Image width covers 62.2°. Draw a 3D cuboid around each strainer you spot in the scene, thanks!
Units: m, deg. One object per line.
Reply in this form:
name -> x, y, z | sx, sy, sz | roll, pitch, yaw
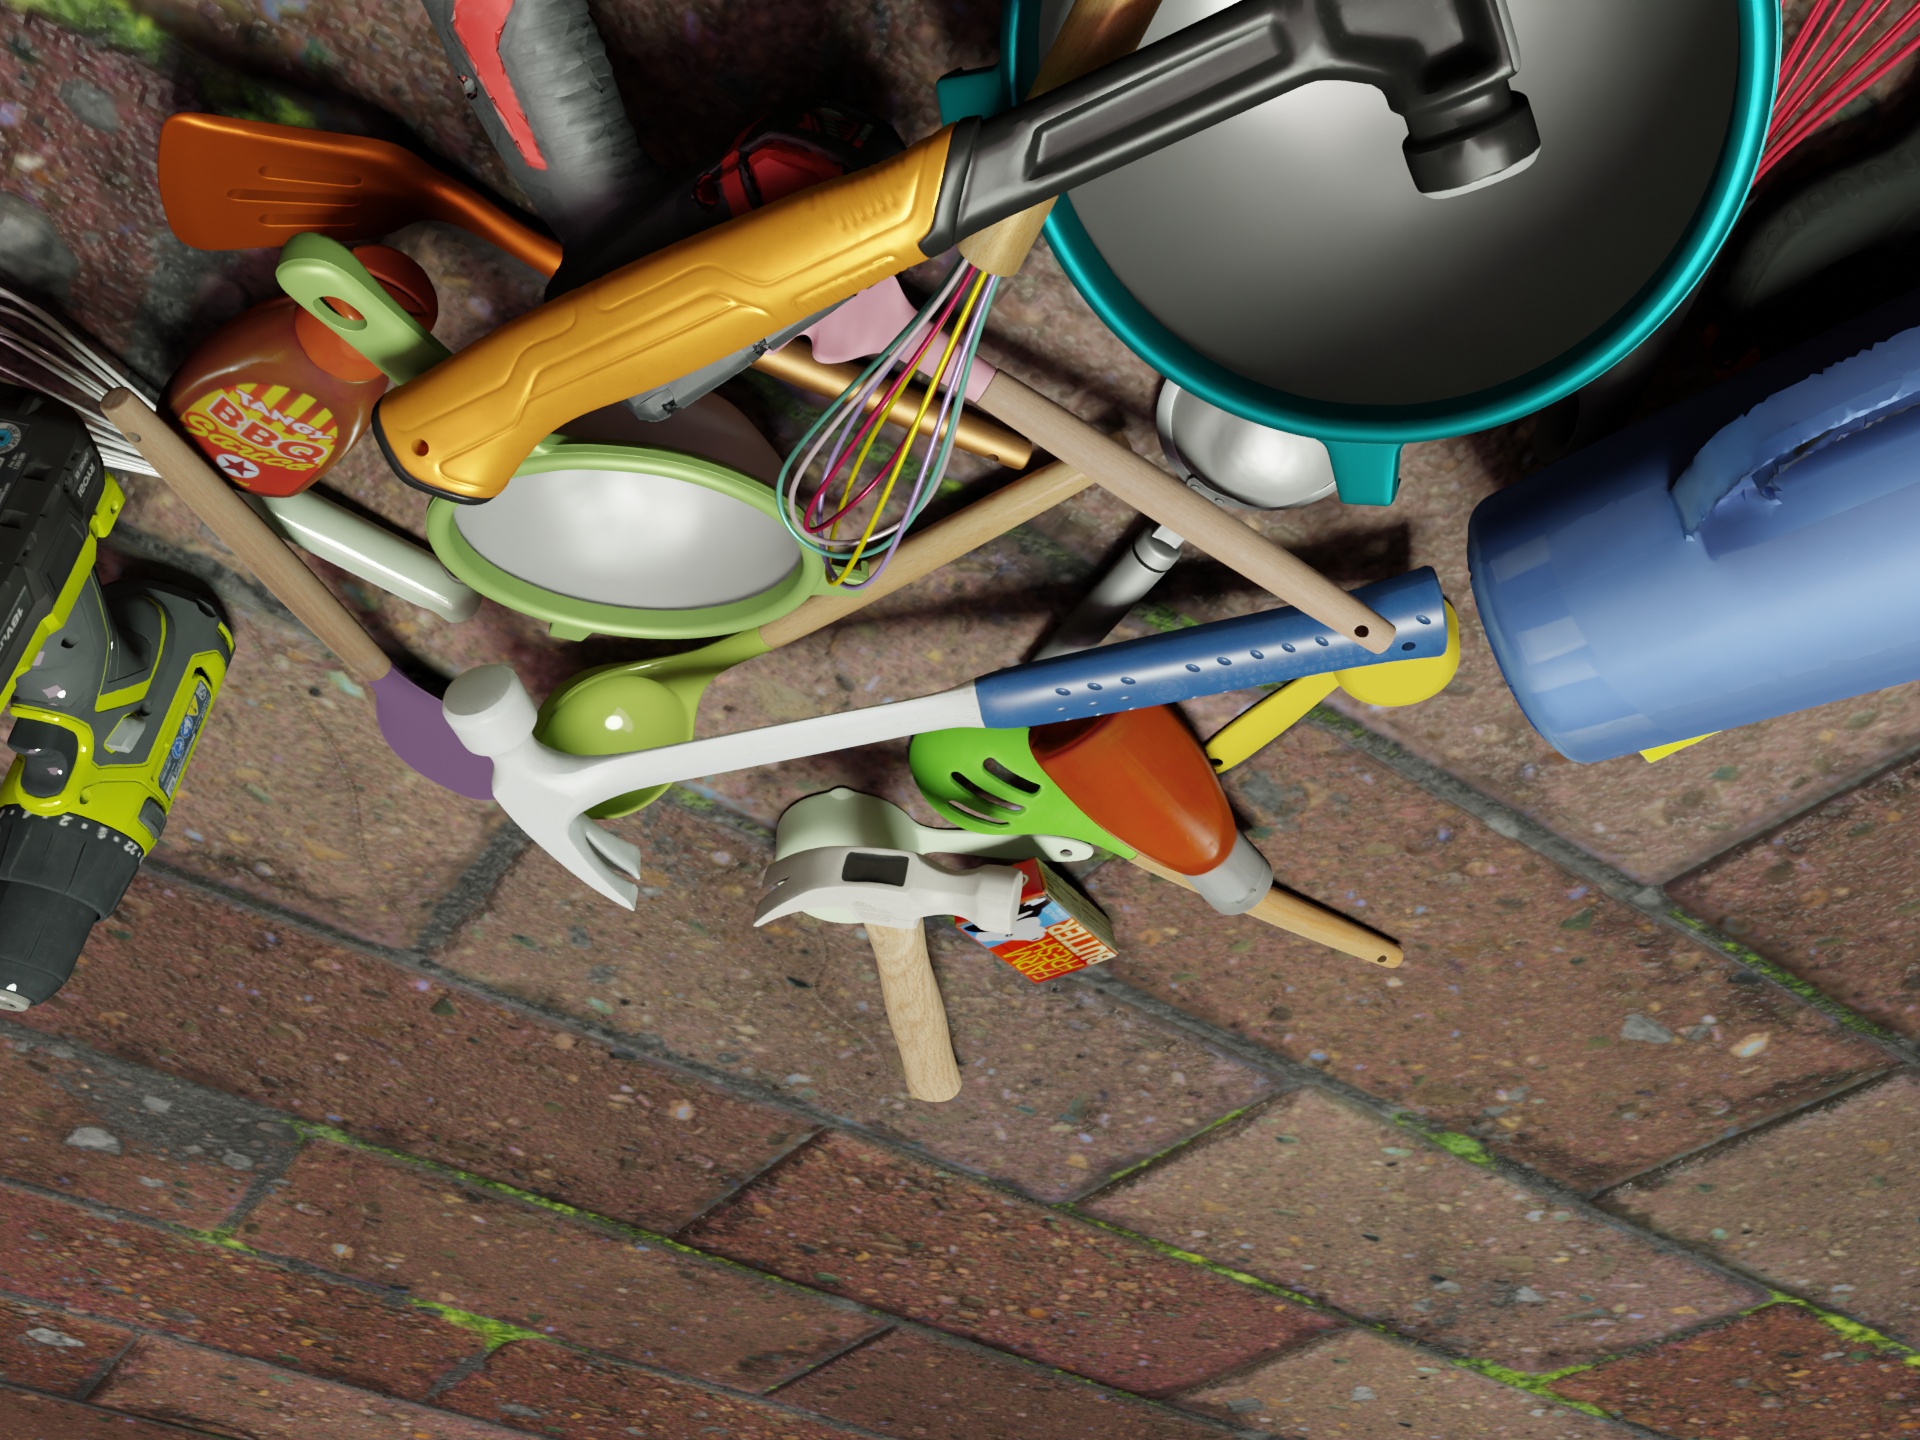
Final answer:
strainer -> 0.157, -0.225, 0.418 | 0.211, 0.095, 0.340 | 41, 136, -6
strainer -> -0.146, -0.111, 0.579 | 0.151, 0.069, 0.256 | -7, 156, 20
strainer -> 0.087, -0.074, 0.656 | 0.086, 0.050, 0.258 | 26, 137, -14

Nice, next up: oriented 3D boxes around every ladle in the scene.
ladle -> -0.063, -0.039, 0.690 | 0.320, 0.062, 0.078 | -25, 140, 27

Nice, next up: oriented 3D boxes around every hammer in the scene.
hammer -> -0.028, -0.143, 0.434 | 0.337, 0.034, 0.127 | -19, 116, 20
hammer -> -0.029, 0.147, 0.860 | 0.130, 0.031, 0.331 | 8, 151, 8
hammer -> -0.001, -0.002, 0.679 | 0.405, 0.035, 0.143 | -11, 138, 7

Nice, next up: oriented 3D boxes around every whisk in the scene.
whisk -> -0.002, -0.133, 0.504 | 0.051, 0.047, 0.244 | 36, 133, 2
whisk -> -0.310, -0.102, 0.654 | 0.246, 0.058, 0.059 | 29, 102, -30
whisk -> 0.252, -0.187, 0.505 | 0.073, 0.073, 0.295 | 8, 143, -4

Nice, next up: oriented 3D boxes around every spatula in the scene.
spatula -> -0.273, -0.037, 0.702 | 0.060, 0.018, 0.315 | -4, 149, 11
spatula -> -0.120, -0.149, 0.589 | 0.322, 0.041, 0.081 | 19, 158, -18

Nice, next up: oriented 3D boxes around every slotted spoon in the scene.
slotted spoon -> 0.112, 0.073, 0.824 | 0.313, 0.031, 0.070 | 24, 123, -23

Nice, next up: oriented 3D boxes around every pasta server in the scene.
pasta server -> 0.031, -0.106, 0.586 | 0.316, 0.040, 0.060 | 31, 123, -10

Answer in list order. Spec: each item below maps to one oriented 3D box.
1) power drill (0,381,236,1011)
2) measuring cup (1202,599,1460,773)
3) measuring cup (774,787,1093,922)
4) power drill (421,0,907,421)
power drill -> -0.366, -0.004, 0.620 | 0.080, 0.191, 0.228 | 12, 153, -4
measuring cup -> 0.162, -0.005, 0.731 | 0.062, 0.029, 0.156 | 28, 133, -24
measuring cup -> -0.015, 0.076, 0.828 | 0.167, 0.038, 0.083 | 2, 138, 4
power drill -> -0.109, -0.214, 0.468 | 0.143, 0.079, 0.219 | -27, 115, 22
